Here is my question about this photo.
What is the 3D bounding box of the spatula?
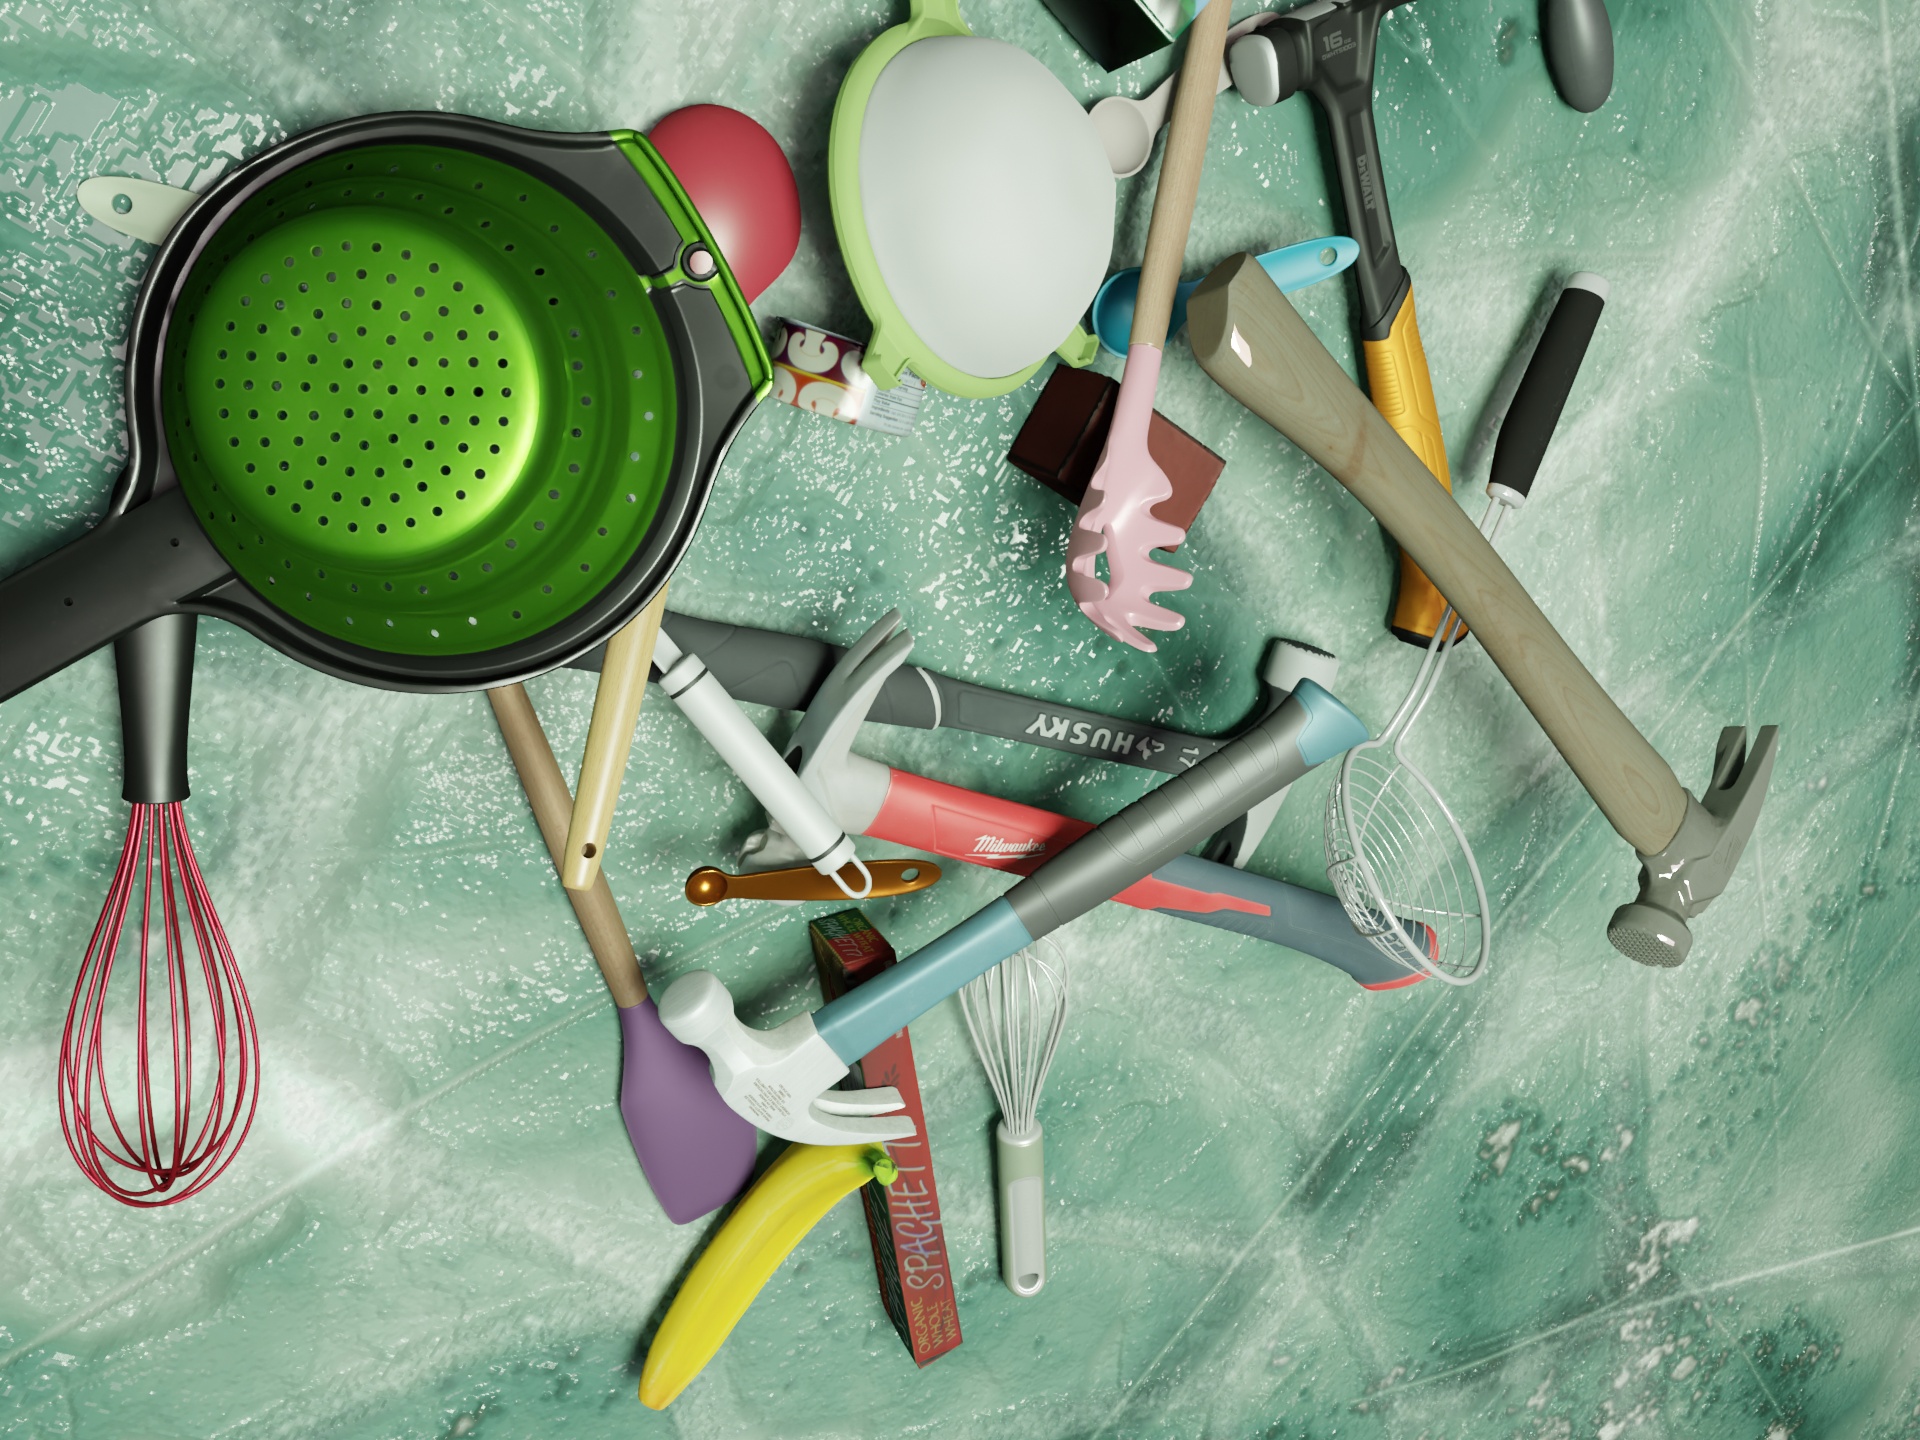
[{"bbox_3d":[-0.155,0.105,0.724,0.060,0.018,0.315,-26,118,-19],"label":"spatula"}]

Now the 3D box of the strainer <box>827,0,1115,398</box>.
[{"bbox_3d":[0.014,-0.259,0.625,0.151,0.069,0.256,-20,106,-49],"label":"strainer"}]

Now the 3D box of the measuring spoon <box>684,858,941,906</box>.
[{"bbox_3d":[-0.063,0.068,0.695,0.117,0.011,0.021,-1,124,-22],"label":"measuring spoon"}]

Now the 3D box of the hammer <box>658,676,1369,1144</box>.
[{"bbox_3d":[0.037,0.080,0.714,0.331,0.033,0.128,-33,123,-2],"label":"hammer"}]

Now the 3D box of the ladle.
[{"bbox_3d":[-0.113,-0.091,0.607,0.069,0.031,0.315,15,82,-28],"label":"ladle"}]

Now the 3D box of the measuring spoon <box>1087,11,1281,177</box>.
[{"bbox_3d":[0.099,-0.284,0.717,0.124,0.018,0.034,-39,112,-17],"label":"measuring spoon"}]

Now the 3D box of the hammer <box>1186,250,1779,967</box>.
[{"bbox_3d":[0.251,-0.061,0.741,0.410,0.038,0.146,44,68,-22],"label":"hammer"}]

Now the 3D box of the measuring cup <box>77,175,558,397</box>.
[{"bbox_3d":[-0.231,-0.168,0.587,0.167,0.038,0.083,14,100,-12],"label":"measuring cup"}]

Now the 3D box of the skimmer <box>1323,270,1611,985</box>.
[{"bbox_3d":[0.274,-0.052,0.792,0.127,0.090,0.363,23,88,-40],"label":"skimmer"}]

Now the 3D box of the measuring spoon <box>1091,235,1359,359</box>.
[{"bbox_3d":[0.120,-0.201,0.734,0.128,0.021,0.042,-17,117,-3],"label":"measuring spoon"}]

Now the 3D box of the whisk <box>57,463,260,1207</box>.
[{"bbox_3d":[-0.307,0.048,0.609,0.073,0.073,0.296,-1,101,-26],"label":"whisk"}]

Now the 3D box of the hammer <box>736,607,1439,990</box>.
[{"bbox_3d":[0.095,0.062,0.773,0.386,0.038,0.143,17,116,-27],"label":"hammer"}]

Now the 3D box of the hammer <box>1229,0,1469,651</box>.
[{"bbox_3d":[0.221,-0.188,0.794,0.127,0.034,0.336,-29,120,-20],"label":"hammer"}]

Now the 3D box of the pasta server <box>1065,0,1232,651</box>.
[{"bbox_3d":[0.091,-0.186,0.683,0.060,0.040,0.316,17,83,-44],"label":"pasta server"}]

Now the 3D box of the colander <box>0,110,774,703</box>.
[{"bbox_3d":[-0.256,-0.067,0.527,0.397,0.094,0.204,-29,98,-1],"label":"colander"}]

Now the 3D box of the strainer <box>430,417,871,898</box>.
[{"bbox_3d":[-0.115,-0.026,0.641,0.258,0.050,0.087,52,50,-14],"label":"strainer"}]

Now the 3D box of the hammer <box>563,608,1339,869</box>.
[{"bbox_3d":[-0.001,-0.002,0.753,0.408,0.036,0.149,11,103,-28],"label":"hammer"}]

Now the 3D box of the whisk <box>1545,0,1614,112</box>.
[{"bbox_3d":[0.265,-0.413,0.727,0.070,0.070,0.284,-35,124,-11],"label":"whisk"}]

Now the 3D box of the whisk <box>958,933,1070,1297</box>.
[{"bbox_3d":[0.031,0.209,0.837,0.058,0.059,0.246,-8,116,-11],"label":"whisk"}]
